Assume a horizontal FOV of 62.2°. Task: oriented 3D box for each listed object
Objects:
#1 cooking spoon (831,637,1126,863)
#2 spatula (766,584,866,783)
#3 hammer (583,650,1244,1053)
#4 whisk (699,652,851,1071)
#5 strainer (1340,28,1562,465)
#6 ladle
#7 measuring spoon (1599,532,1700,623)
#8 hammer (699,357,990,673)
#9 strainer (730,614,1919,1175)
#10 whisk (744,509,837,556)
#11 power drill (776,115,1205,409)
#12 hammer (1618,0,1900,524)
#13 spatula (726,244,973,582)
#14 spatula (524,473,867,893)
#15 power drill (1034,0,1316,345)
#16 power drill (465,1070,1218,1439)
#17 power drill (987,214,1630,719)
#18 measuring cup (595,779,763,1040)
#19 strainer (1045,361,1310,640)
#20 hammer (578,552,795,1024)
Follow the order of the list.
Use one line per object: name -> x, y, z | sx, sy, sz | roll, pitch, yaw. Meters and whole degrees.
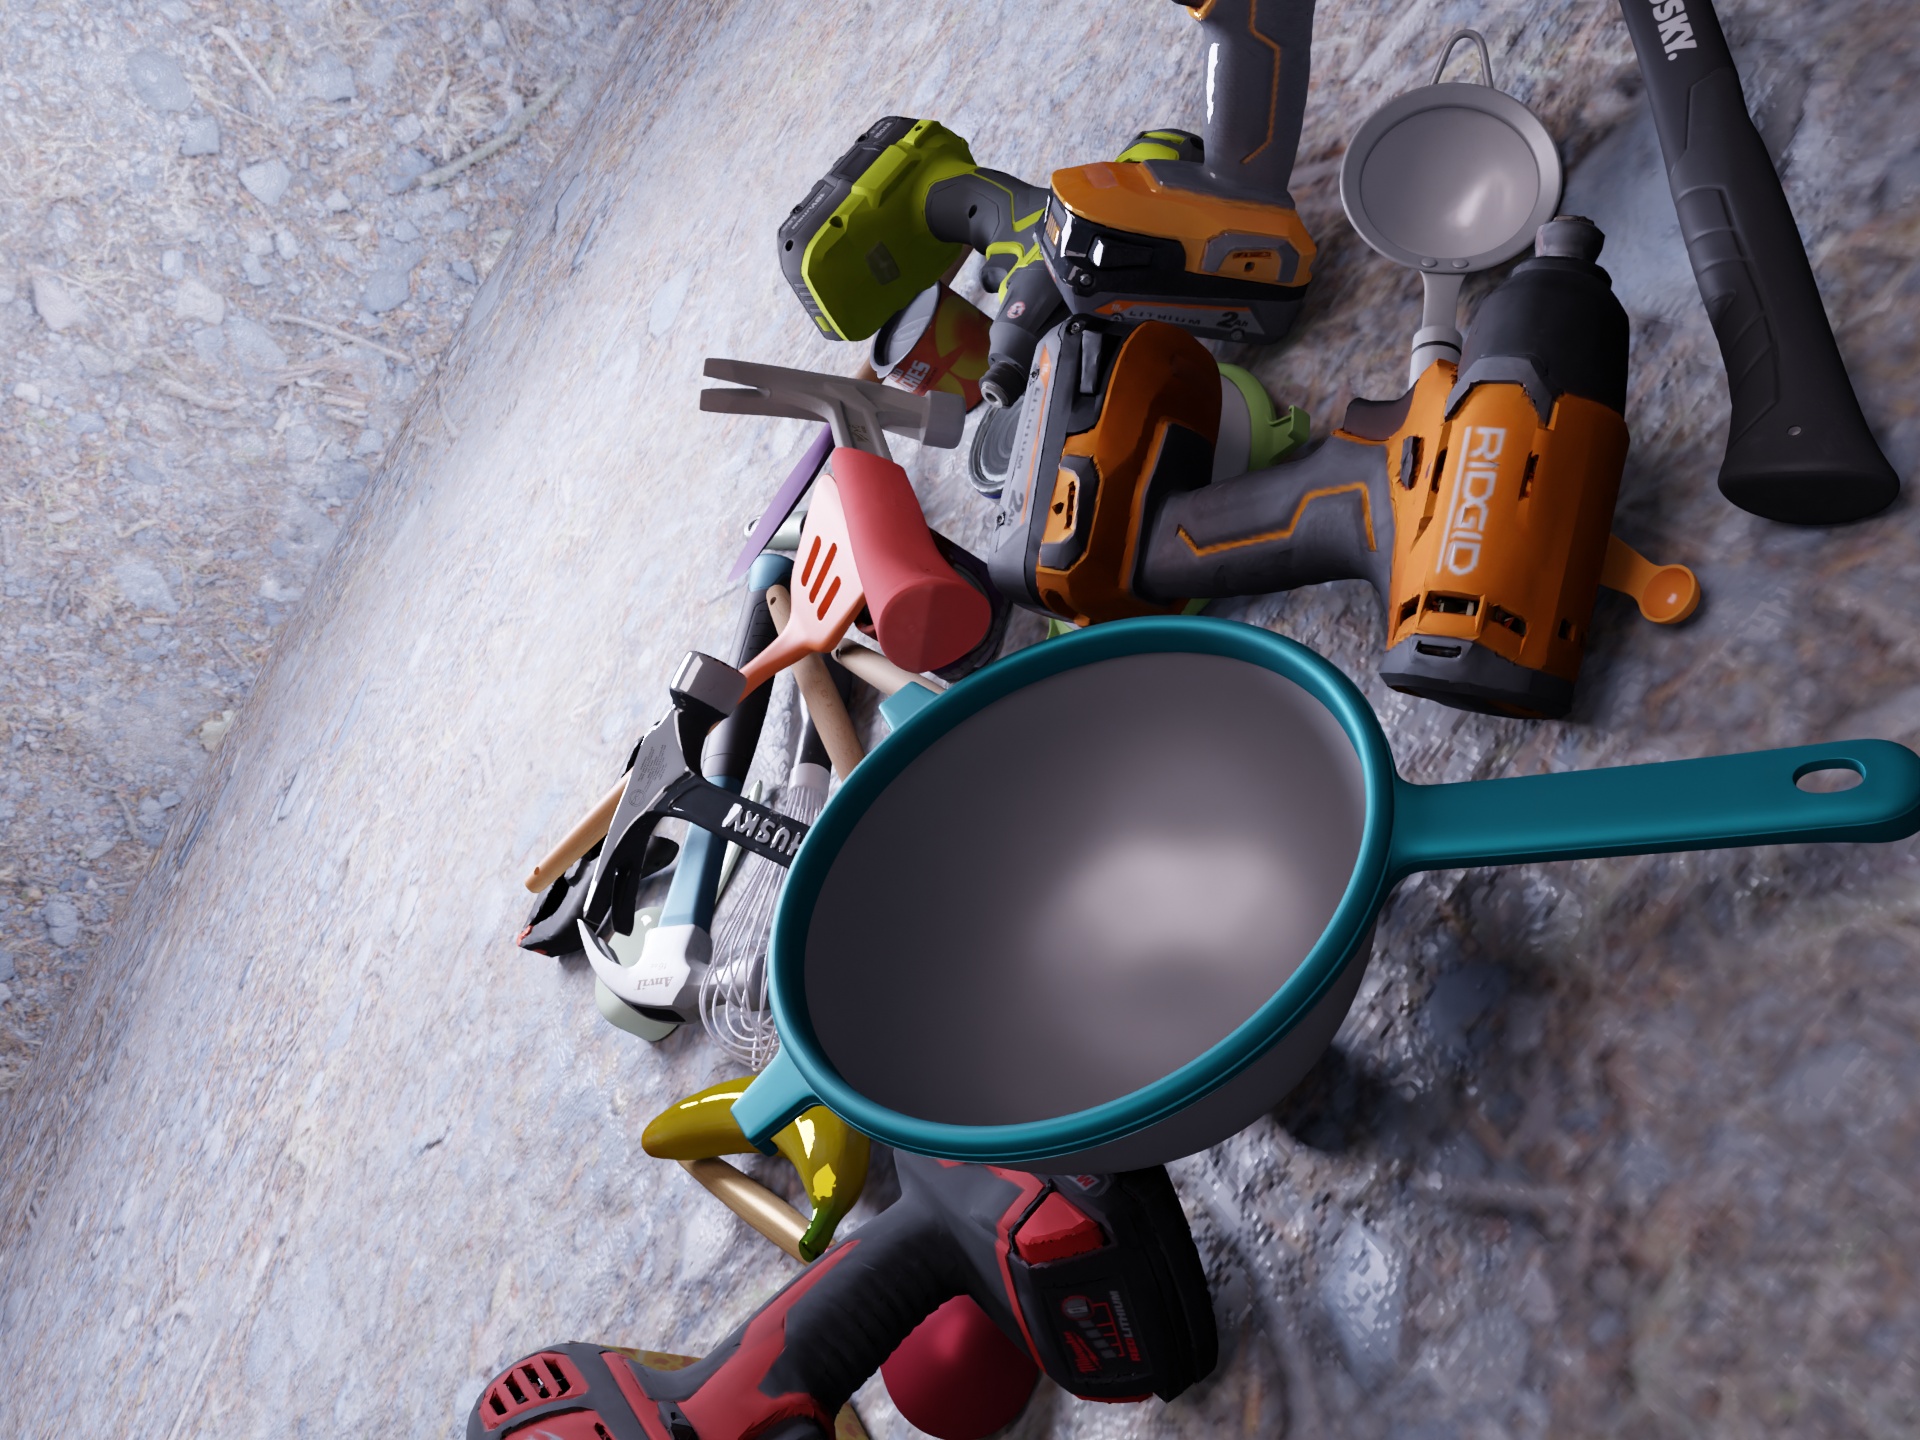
cooking spoon -> -0.001, -0.002, 0.735 | 0.319, 0.017, 0.068 | -150, 56, -62
spatula -> -0.063, 0.016, 0.822 | 0.082, 0.044, 0.318 | -46, 41, 16
hammer -> -0.035, 0.077, 0.691 | 0.409, 0.036, 0.149 | 19, 80, 46
whisk -> -0.084, 0.060, 0.847 | 0.070, 0.070, 0.285 | -36, 34, 36
strainer -> 0.187, -0.153, 0.627 | 0.087, 0.050, 0.259 | 7, 71, 11
ladle -> -0.067, 0.231, 0.707 | 0.315, 0.031, 0.069 | 4, 67, 59
measuring spoon -> 0.213, -0.059, 0.545 | 0.021, 0.011, 0.117 | -60, 26, 15
hammer -> -0.050, -0.110, 0.752 | 0.359, 0.149, 0.036 | -108, 26, -64
strainer -> 0.105, 0.061, 0.494 | 0.340, 0.095, 0.211 | -8, 43, 27
whisk -> -0.089, -0.122, 1.007 | 0.058, 0.059, 0.246 | -54, 24, -12
power drill -> 0.011, -0.250, 0.856 | 0.223, 0.080, 0.171 | 25, 70, 42
hammer -> 0.262, -0.206, 0.546 | 0.146, 0.035, 0.335 | -18, 53, 30
spatula -> -0.061, -0.214, 1.012 | 0.316, 0.018, 0.060 | -58, 19, -16
spatula -> -0.152, -0.001, 0.887 | 0.322, 0.041, 0.081 | -42, 55, 23
power drill -> 0.093, -0.284, 0.671 | 0.084, 0.185, 0.226 | -105, 24, -50
power drill -> -0.029, 0.215, 0.487 | 0.226, 0.080, 0.188 | -27, 23, -23
power drill -> 0.126, -0.097, 0.576 | 0.227, 0.084, 0.164 | 13, 89, 43
measuring cup -> -0.166, 0.106, 0.940 | 0.083, 0.038, 0.167 | 17, 81, 59
strainer -> 0.042, -0.065, 0.739 | 0.256, 0.069, 0.152 | -58, 31, 9
hammer -> -0.138, 0.027, 0.945 | 0.128, 0.033, 0.331 | -10, 49, 23
